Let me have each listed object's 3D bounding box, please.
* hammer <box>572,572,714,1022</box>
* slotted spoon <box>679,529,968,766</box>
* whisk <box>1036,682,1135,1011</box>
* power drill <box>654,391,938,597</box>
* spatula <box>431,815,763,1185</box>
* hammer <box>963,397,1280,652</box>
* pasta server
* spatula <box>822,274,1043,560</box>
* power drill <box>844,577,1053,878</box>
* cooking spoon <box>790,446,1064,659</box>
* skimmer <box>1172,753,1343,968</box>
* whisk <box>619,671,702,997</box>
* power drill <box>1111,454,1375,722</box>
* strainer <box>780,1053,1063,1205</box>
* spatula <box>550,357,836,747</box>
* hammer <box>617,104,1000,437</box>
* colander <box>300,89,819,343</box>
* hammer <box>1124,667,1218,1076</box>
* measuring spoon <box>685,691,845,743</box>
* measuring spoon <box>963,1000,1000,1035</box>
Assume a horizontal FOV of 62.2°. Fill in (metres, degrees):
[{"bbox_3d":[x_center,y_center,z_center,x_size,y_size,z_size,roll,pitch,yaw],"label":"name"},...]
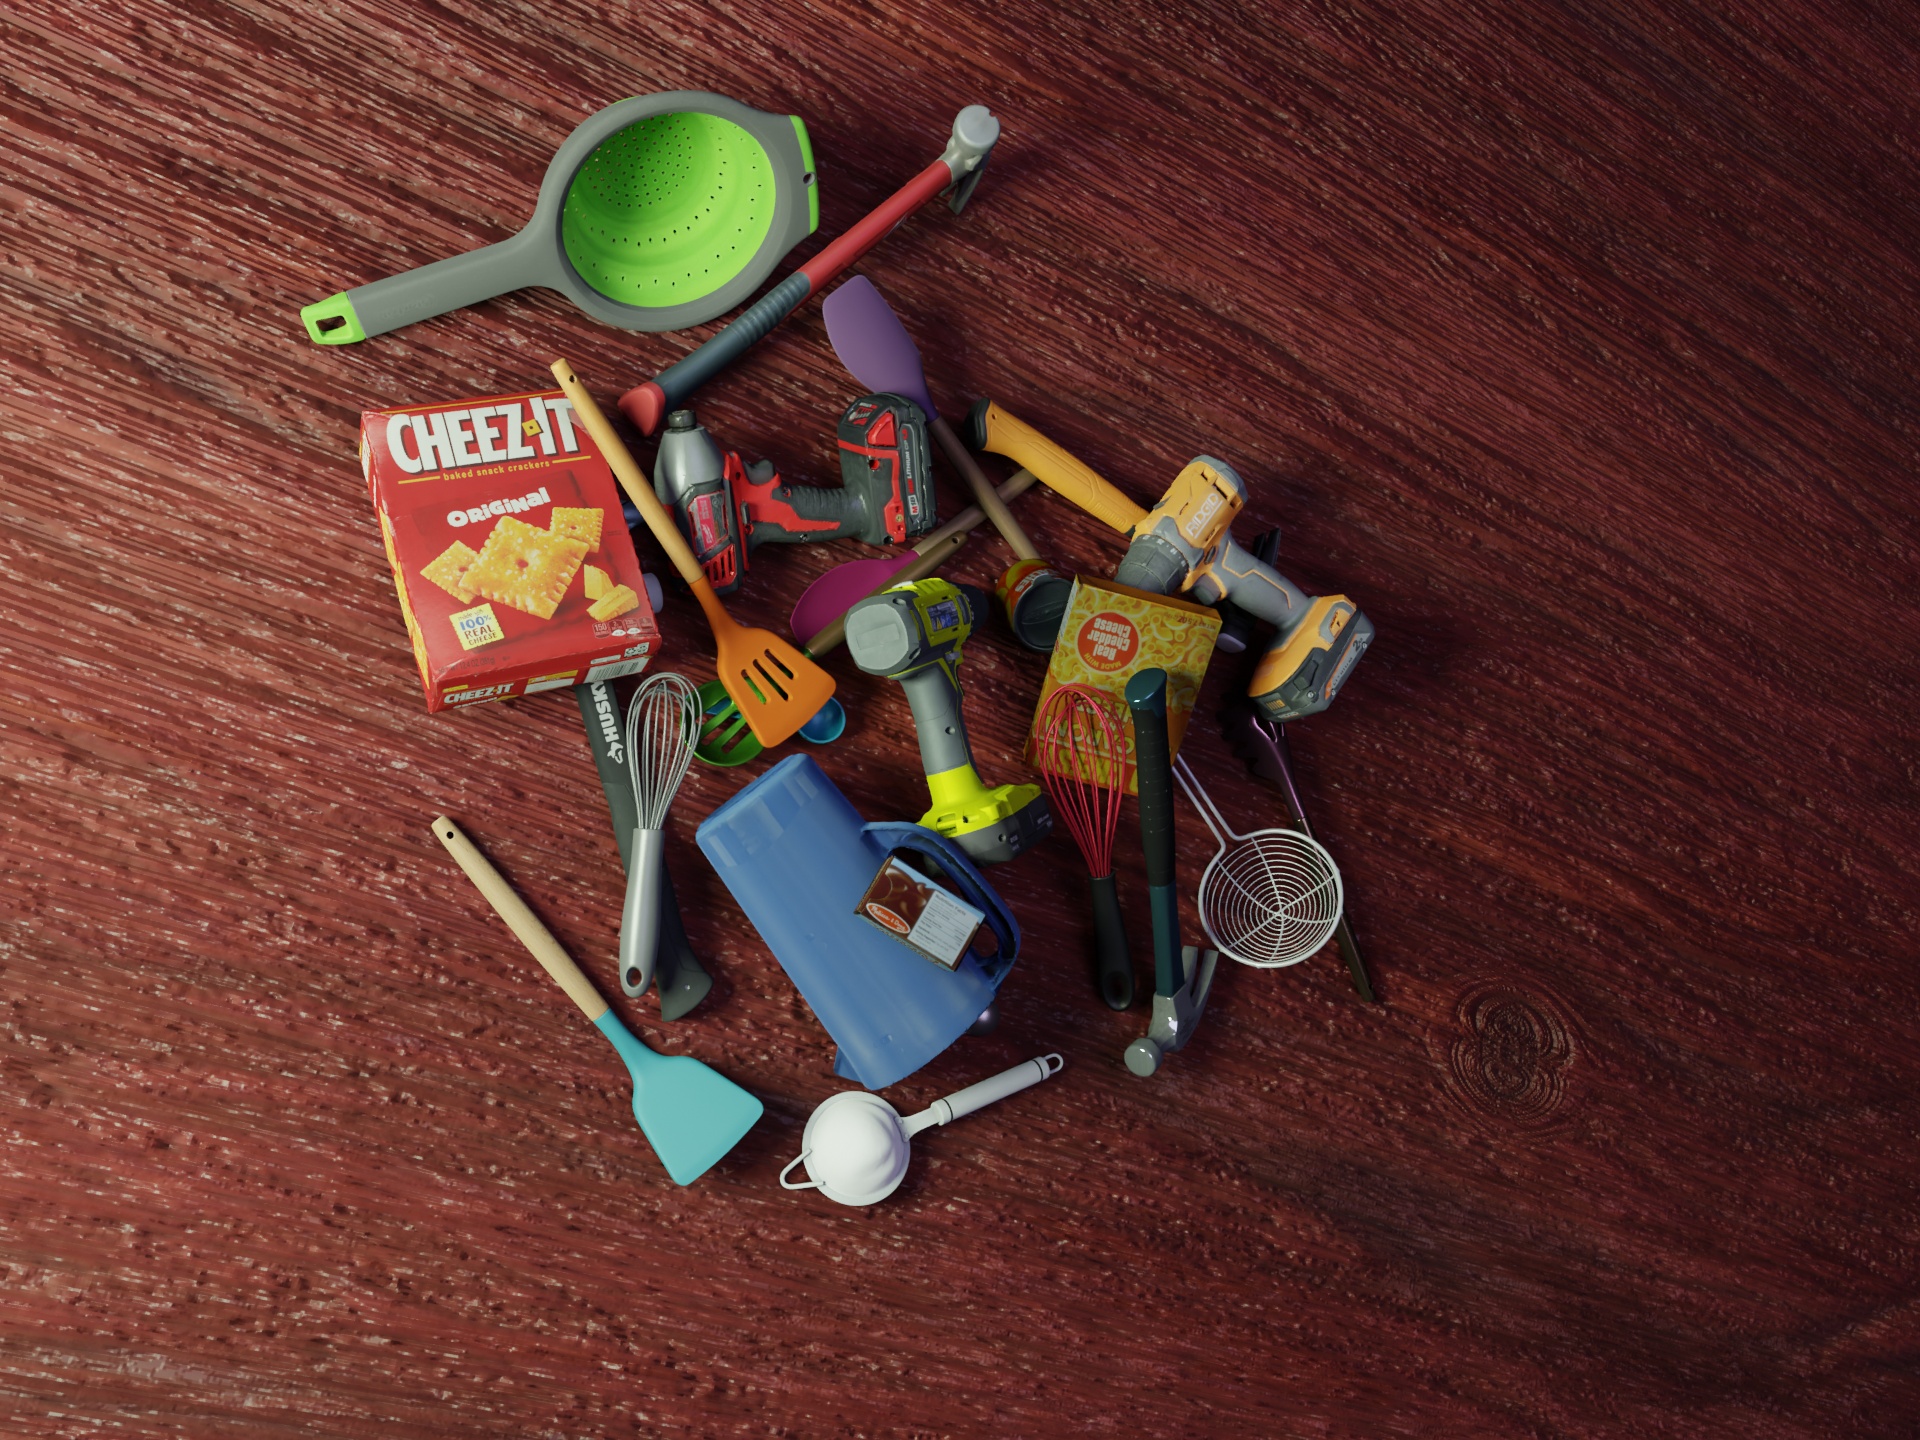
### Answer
[{"bbox_3d":[-0.256,0.061,1.193,0.146,0.035,0.335,-15,88,-28],"label":"hammer"},{"bbox_3d":[-0.103,-0.065,1.279,0.314,0.031,0.070,-41,90,-27],"label":"slotted spoon"},{"bbox_3d":[0.113,0.109,1.317,0.073,0.073,0.295,-19,110,-28],"label":"whisk"},{"bbox_3d":[-0.134,-0.189,1.255,0.219,0.079,0.143,-18,114,-26],"label":"power drill"},{"bbox_3d":[-0.274,0.193,1.154,0.082,0.044,0.317,-41,98,-20],"label":"spatula"},{"bbox_3d":[0.147,-0.193,1.423,0.336,0.034,0.127,30,70,-23],"label":"hammer"},{"bbox_3d":[0.319,0.115,1.471,0.060,0.040,0.316,-25,96,-28],"label":"pasta server"},{"bbox_3d":[-0.011,-0.232,1.344,0.060,0.018,0.315,-39,108,-4],"label":"spatula"},{"bbox_3d":[-0.002,-0.004,1.279,0.190,0.080,0.228,-25,98,-65],"label":"power drill"},{"bbox_3d":[-0.020,-0.152,1.356,0.319,0.017,0.068,-38,110,-26],"label":"cooking spoon"},{"bbox_3d":[0.197,0.049,1.385,0.127,0.090,0.363,-34,95,5],"label":"skimmer"},{"bbox_3d":[-0.224,0.082,1.161,0.055,0.055,0.239,8,82,-25],"label":"whisk"},{"bbox_3d":[0.237,-0.096,1.397,0.226,0.084,0.185,43,66,-11],"label":"power drill"},{"bbox_3d":[-0.022,0.311,1.260,0.258,0.050,0.087,-16,74,-31],"label":"strainer"},{"bbox_3d":[-0.203,-0.125,1.176,0.081,0.041,0.322,-44,119,-25],"label":"spatula"},{"bbox_3d":[-0.124,-0.358,1.312,0.386,0.143,0.038,-43,92,-14],"label":"hammer"},{"bbox_3d":[-0.309,-0.382,1.214,0.397,0.204,0.095,-22,56,-12],"label":"colander"},{"bbox_3d":[0.165,0.120,1.313,0.128,0.033,0.331,-30,119,-51],"label":"hammer"},{"bbox_3d":[-0.156,-0.006,1.268,0.128,0.021,0.042,9,69,-15],"label":"measuring spoon"},{"bbox_3d":[-0.017,0.259,1.281,0.124,0.018,0.034,-26,93,-27],"label":"measuring spoon"}]
